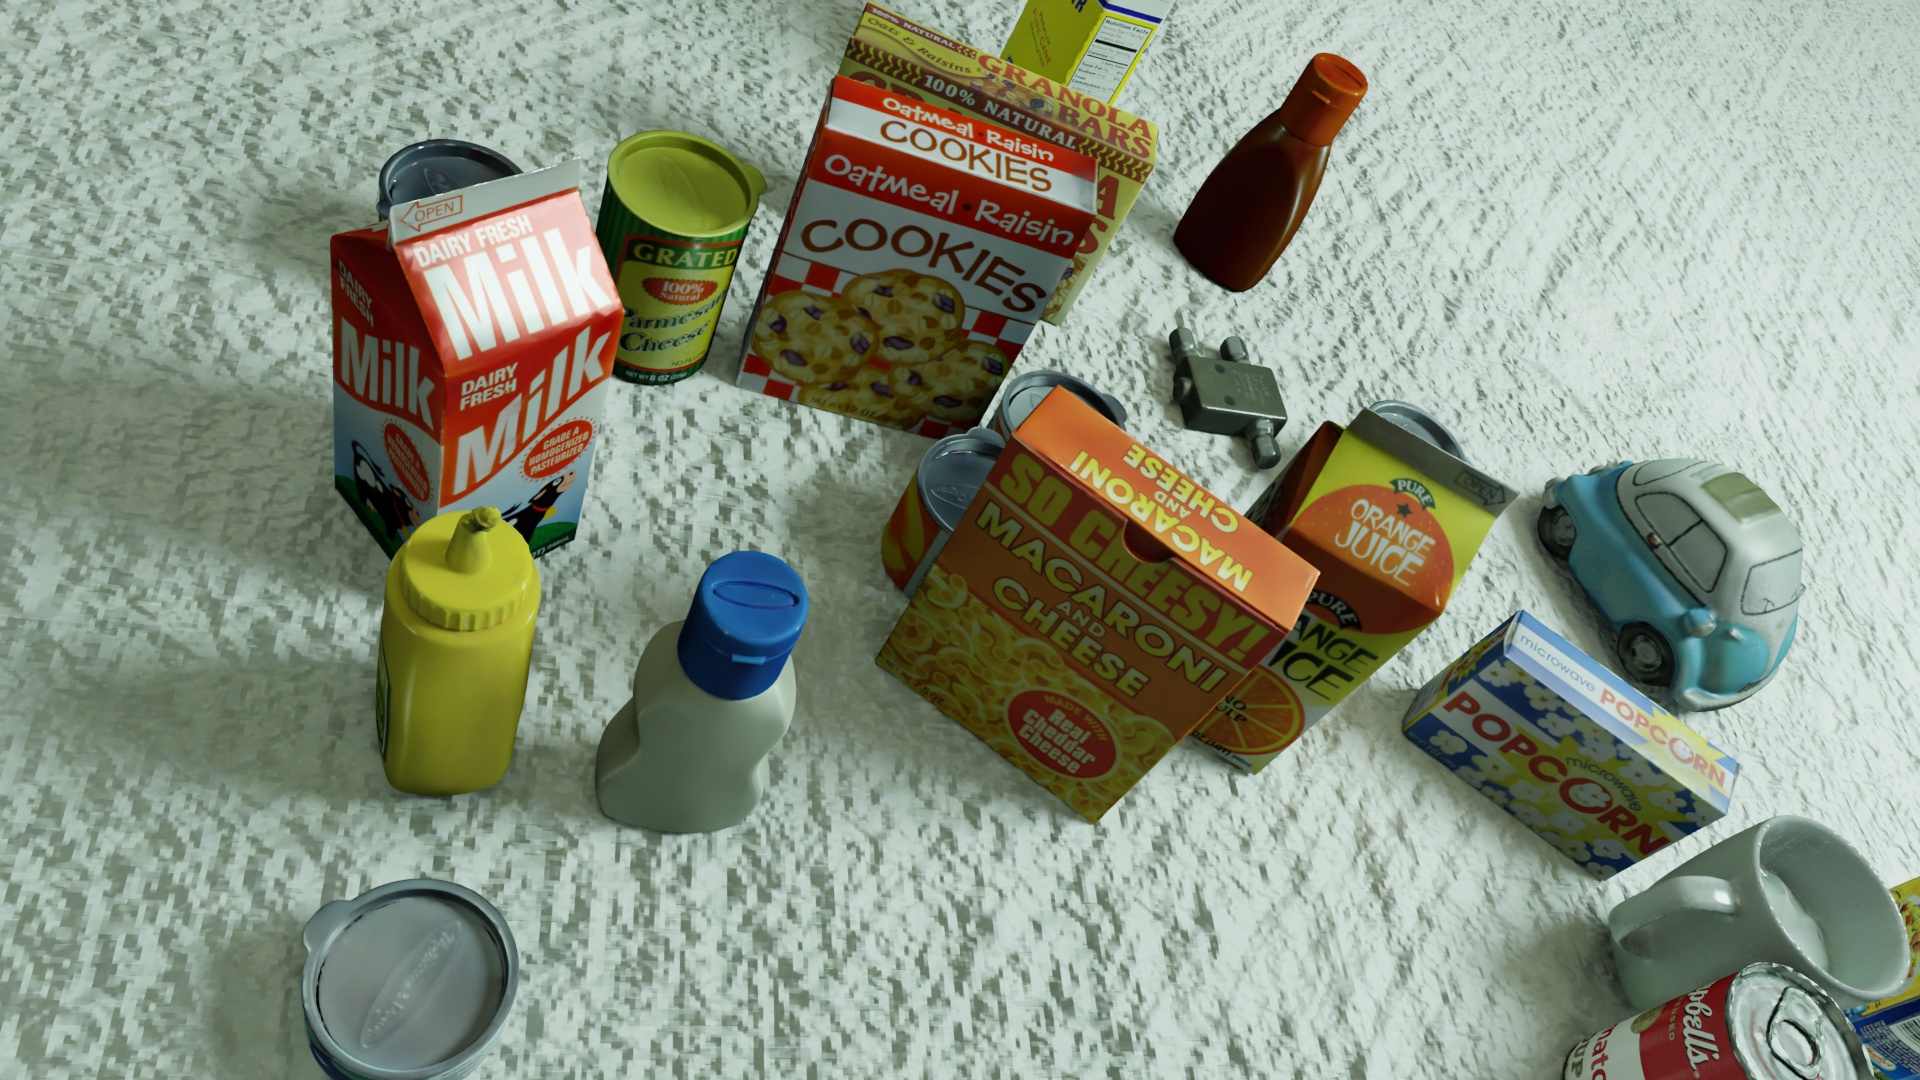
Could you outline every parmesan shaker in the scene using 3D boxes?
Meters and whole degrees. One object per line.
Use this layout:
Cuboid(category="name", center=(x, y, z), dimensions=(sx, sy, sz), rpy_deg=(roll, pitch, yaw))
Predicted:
Cuboid(category="parmesan shaker", center=(-0.135, -0.129, 0.645), dimensions=(0.071, 0.102, 0.071), rpy_deg=(12, 52, -16))

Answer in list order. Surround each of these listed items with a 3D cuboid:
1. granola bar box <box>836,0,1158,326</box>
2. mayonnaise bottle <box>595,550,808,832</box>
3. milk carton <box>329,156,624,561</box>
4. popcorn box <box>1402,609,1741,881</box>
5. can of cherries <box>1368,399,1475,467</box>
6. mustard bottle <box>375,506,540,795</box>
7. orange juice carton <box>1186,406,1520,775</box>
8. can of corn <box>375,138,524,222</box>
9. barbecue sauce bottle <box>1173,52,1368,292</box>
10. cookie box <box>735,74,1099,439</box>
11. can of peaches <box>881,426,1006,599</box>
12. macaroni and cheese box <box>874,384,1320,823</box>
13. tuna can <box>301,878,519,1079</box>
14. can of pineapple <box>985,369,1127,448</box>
Cuboid(category="granola bar box", center=(0.005, -0.198, 0.746), dimensions=(0.165, 0.123, 0.039), rpy_deg=(20, 50, -9))
Cuboid(category="mayonnaise bottle", center=(-0.090, 0.058, 0.497), dimensions=(0.065, 0.147, 0.041), rpy_deg=(9, 53, -18))
Cuboid(category="milk carton", center=(-0.182, -0.062, 0.517), dimensions=(0.073, 0.189, 0.073), rpy_deg=(-31, 72, -38))
Cuboid(category="popcorn box", center=(0.295, 0.101, 0.679), dimensions=(0.127, 0.084, 0.038), rpy_deg=(36, 49, 5))
Cuboid(category="can of cherries", center=(0.239, -0.033, 0.772), dimensions=(0.071, 0.058, 0.072), rpy_deg=(12, 52, -16))
Cuboid(category="mustard bottle", center=(-0.171, 0.032, 0.472), dimensions=(0.049, 0.159, 0.065), rpy_deg=(0, 56, -24))
Cuboid(category="orange juice carton", center=(0.153, 0.018, 0.606), dimensions=(0.072, 0.191, 0.073), rpy_deg=(31, 49, -1))
Cuboid(category="can of corn", center=(-0.234, -0.139, 0.638), dimensions=(0.071, 0.058, 0.071), rpy_deg=(12, 52, -16))
Cuboid(category="barbecue sauce bottle", center=(0.187, -0.219, 0.828), dimensions=(0.065, 0.147, 0.044), rpy_deg=(40, 49, 7))
Cuboid(category="cookie box", center=(-0.025, -0.123, 0.648), dimensions=(0.123, 0.166, 0.040), rpy_deg=(14, 51, -15))
Cuboid(category="can of peaches", center=(0.002, -0.008, 0.647), dimensions=(0.071, 0.057, 0.071), rpy_deg=(12, 52, -16))
Cuboid(category="macaroni and cheese box", center=(0.047, 0.034, 0.564), dimensions=(0.124, 0.165, 0.040), rpy_deg=(36, 49, 4))
Cuboid(category="tuna can", center=(-0.185, 0.148, 0.462), dimensions=(0.071, 0.032, 0.071), rpy_deg=(12, 52, -16))
Cuboid(category="can of pineapple", center=(0.043, -0.041, 0.690), dimensions=(0.071, 0.057, 0.071), rpy_deg=(12, 52, -16))
